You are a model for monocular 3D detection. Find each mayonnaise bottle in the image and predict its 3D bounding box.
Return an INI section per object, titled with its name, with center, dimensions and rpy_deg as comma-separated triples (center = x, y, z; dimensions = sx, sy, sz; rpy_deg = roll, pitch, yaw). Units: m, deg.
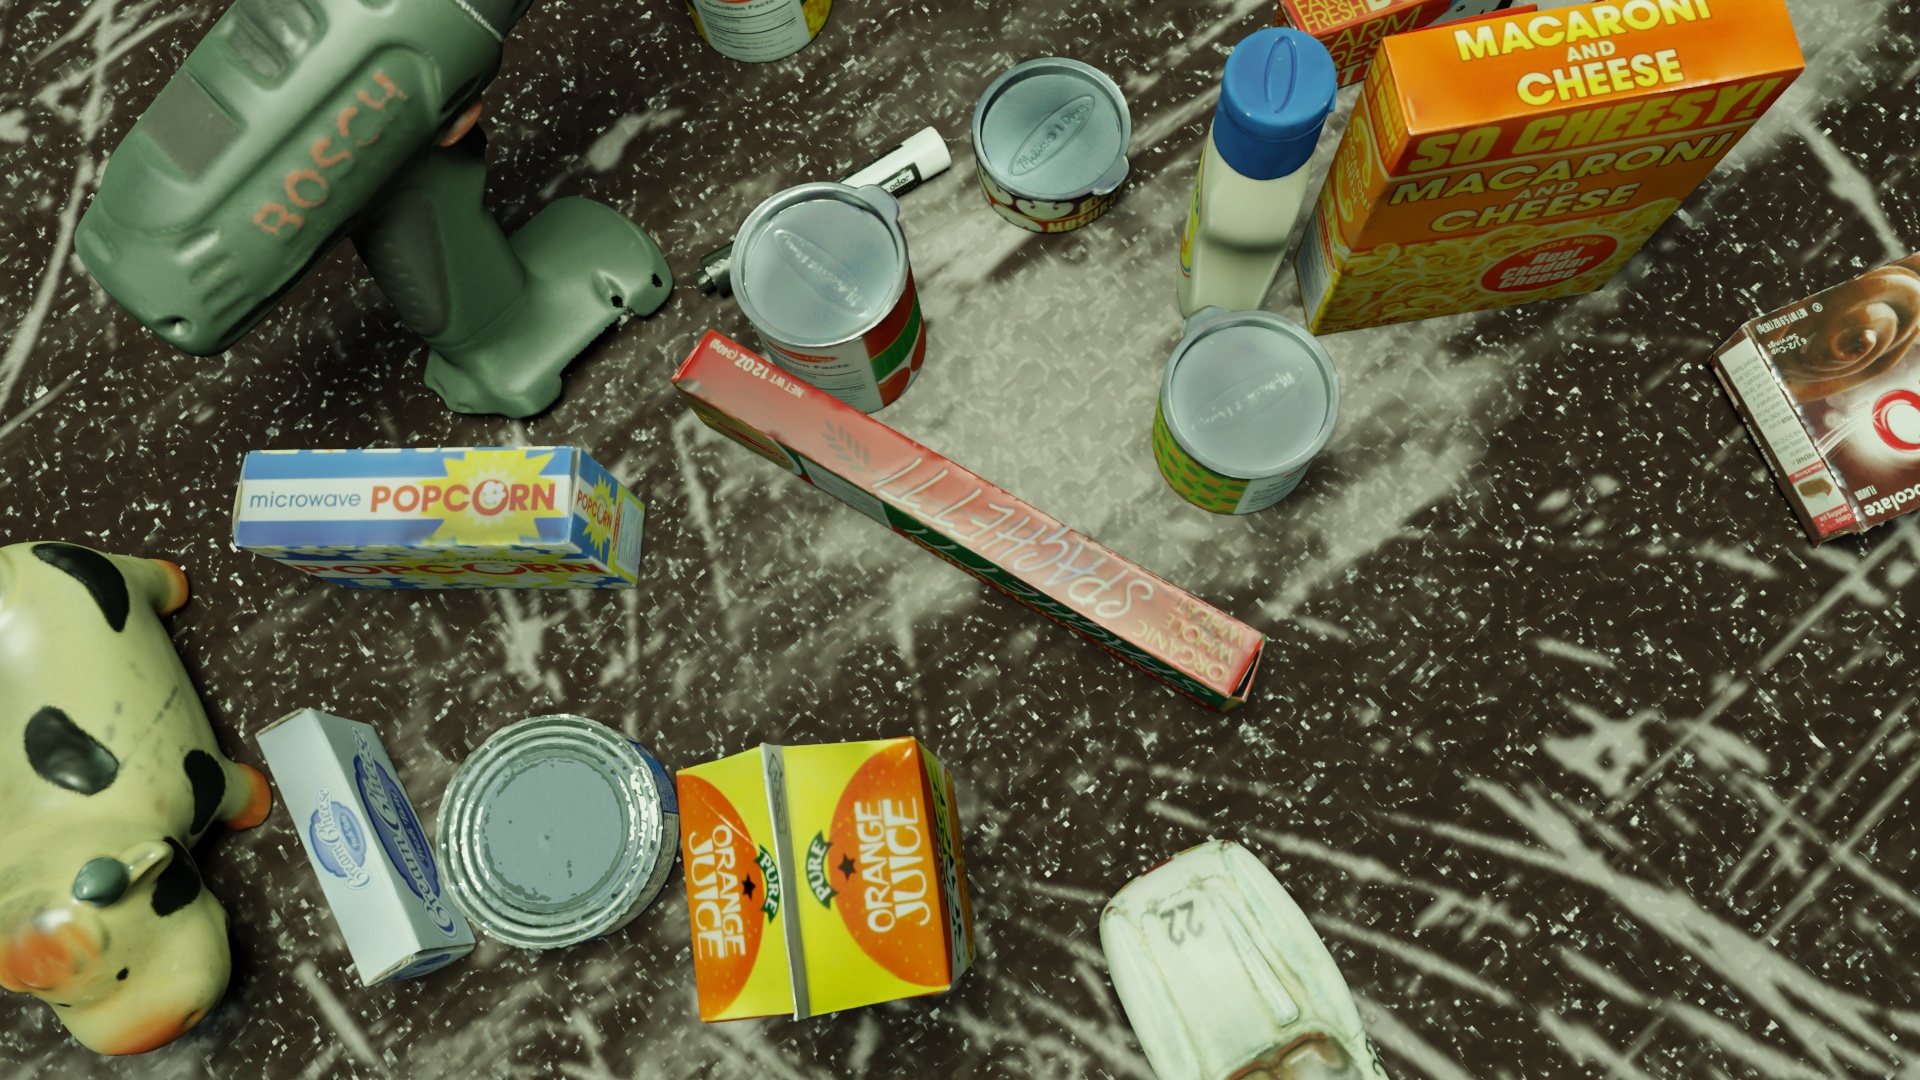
[mayonnaise bottle]
center = 0.107, -0.133, 0.517
dimensions = 0.041, 0.147, 0.065
rpy_deg = 8, 77, 6

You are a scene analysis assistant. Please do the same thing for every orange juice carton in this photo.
[orange juice carton]
center = -0.039, 0.108, 0.442
dimensions = 0.073, 0.192, 0.072
rpy_deg = -9, 76, 2

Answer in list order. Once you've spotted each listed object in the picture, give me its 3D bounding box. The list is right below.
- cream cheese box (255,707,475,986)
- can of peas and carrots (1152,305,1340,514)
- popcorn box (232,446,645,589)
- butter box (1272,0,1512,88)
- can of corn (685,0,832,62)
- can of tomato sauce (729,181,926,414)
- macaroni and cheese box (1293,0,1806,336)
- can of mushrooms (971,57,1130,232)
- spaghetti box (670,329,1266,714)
[cream cheese box]
center = -0.223, 0.115, 0.524
dimensions = 0.024, 0.053, 0.104
rpy_deg = -30, 76, -4
[can of peas and carrots]
center = 0.108, -0.050, 0.542
dimensions = 0.071, 0.058, 0.071
rpy_deg = -1, 76, 4
[popcorn box]
center = -0.196, -0.007, 0.537
dimensions = 0.127, 0.085, 0.038
rpy_deg = -1, 76, 4
[butter box]
center = 0.182, -0.221, 0.583
dimensions = 0.103, 0.053, 0.024
rpy_deg = -19, 76, -1
[can of corn]
center = -0.092, -0.255, 0.607
dimensions = 0.071, 0.058, 0.071
rpy_deg = -1, 76, 4
[can of tomato sauce]
center = -0.048, -0.094, 0.551
dimensions = 0.071, 0.083, 0.071
rpy_deg = -1, 76, 4
[macaroni and cheese box]
center = 0.197, -0.131, 0.501
dimensions = 0.124, 0.166, 0.040
rpy_deg = -9, 76, 2
[can of mushrooms]
center = 0.040, -0.165, 0.589
dimensions = 0.071, 0.033, 0.071
rpy_deg = -1, 76, 4
[spaghetti box]
center = 0.002, -0.007, 0.542
dimensions = 0.250, 0.050, 0.029
rpy_deg = 29, 80, 10
